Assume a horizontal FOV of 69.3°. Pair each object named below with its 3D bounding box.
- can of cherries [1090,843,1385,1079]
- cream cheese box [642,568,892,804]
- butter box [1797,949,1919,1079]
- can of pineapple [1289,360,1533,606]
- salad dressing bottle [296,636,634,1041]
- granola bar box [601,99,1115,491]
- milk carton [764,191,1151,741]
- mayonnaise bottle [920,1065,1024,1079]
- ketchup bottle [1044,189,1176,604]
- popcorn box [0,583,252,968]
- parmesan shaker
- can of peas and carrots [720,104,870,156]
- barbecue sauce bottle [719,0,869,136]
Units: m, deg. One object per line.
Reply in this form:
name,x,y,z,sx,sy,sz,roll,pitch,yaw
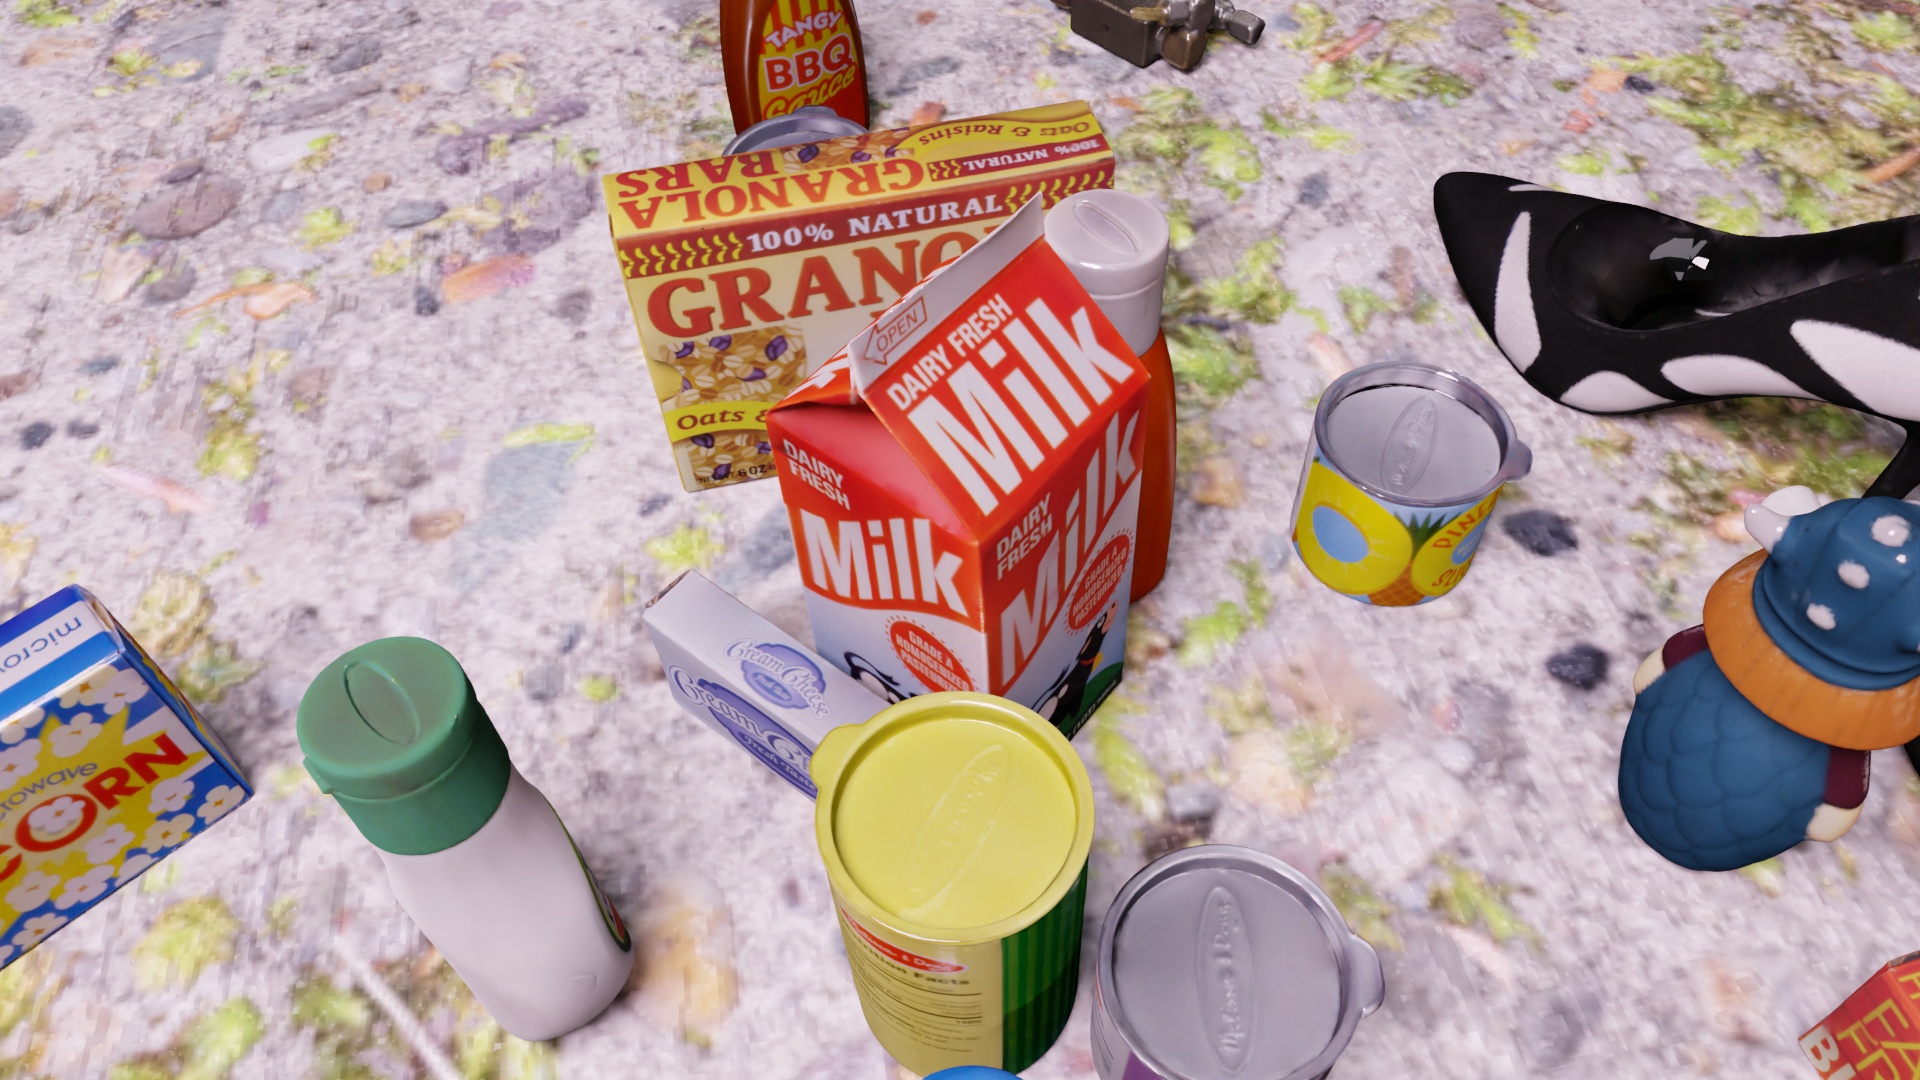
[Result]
can of cherries,0.071,0.124,0.370,0.071,0.058,0.072,-1,52,1
cream cheese box,-0.051,0.055,0.433,0.104,0.053,0.024,31,59,24
butter box,0.256,0.158,0.340,0.024,0.052,0.104,-13,52,-8
can of pineapple,0.153,-0.018,0.481,0.071,0.057,0.071,-1,52,1
salad dressing bottle,-0.123,0.080,0.355,0.044,0.146,0.064,-36,59,-23
granola bar box,-0.031,-0.084,0.498,0.166,0.123,0.039,-11,52,-7
milk carton,0.001,-0.005,0.392,0.073,0.189,0.072,32,59,24
mayonnaise bottle,0.004,0.153,0.293,0.041,0.147,0.065,23,56,19
ketchup bottle,0.042,-0.042,0.446,0.044,0.148,0.065,-29,56,-19
popcorn box,-0.286,0.081,0.400,0.127,0.084,0.038,-38,60,-25
parmesan shaker,-0.002,0.094,0.369,0.071,0.102,0.072,-1,52,1
can of peas and carrots,-0.064,-0.137,0.584,0.071,0.058,0.071,-1,52,1
barbecue sauce bottle,-0.076,-0.236,0.606,0.065,0.147,0.044,-26,55,-18
